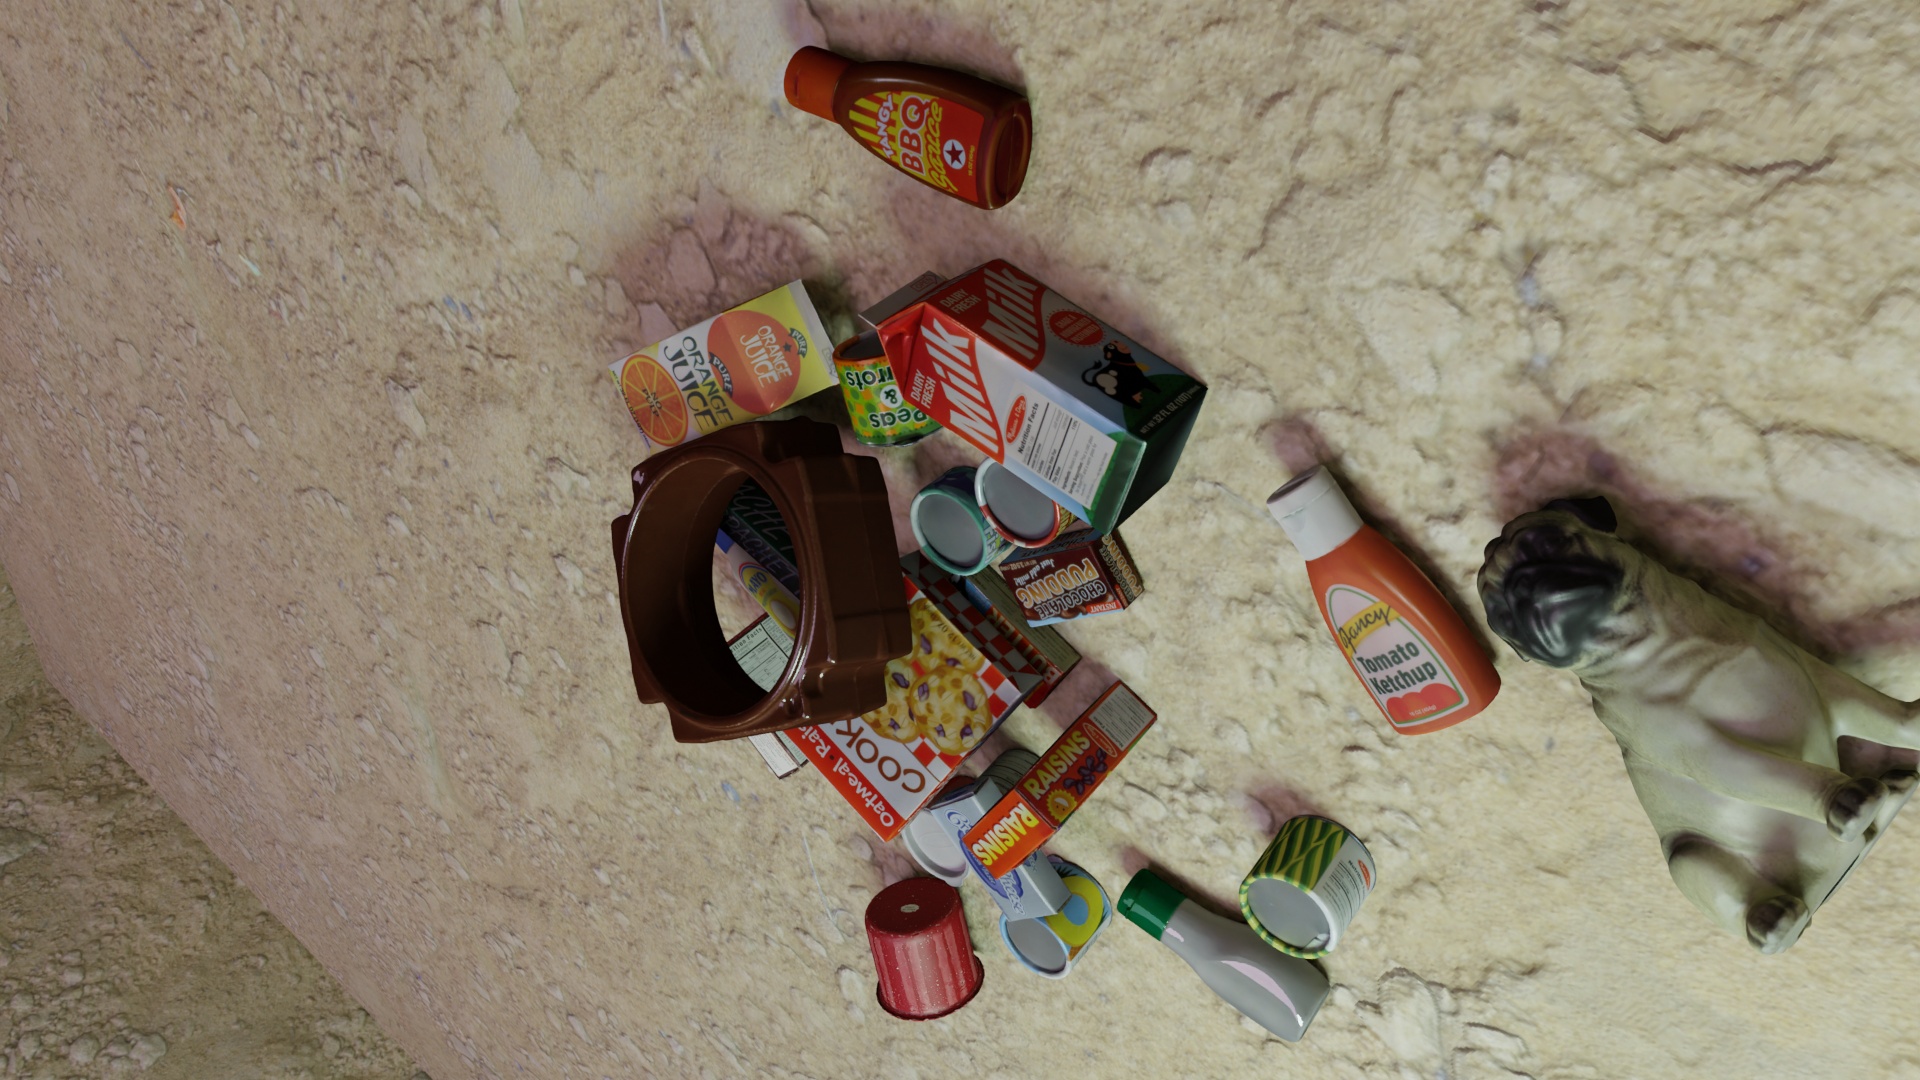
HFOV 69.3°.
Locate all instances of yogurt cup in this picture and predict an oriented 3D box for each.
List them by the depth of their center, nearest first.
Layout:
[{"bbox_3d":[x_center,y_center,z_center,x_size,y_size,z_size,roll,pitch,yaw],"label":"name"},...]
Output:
[{"bbox_3d":[-0.004,0.218,1.064,0.072,0.054,0.072,23,132,29],"label":"yogurt cup"}]

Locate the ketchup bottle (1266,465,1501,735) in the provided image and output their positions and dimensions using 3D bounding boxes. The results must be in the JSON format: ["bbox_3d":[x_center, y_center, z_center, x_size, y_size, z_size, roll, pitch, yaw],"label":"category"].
[{"bbox_3d":[0.218,0.030,0.732,0.148,0.044,0.064,55,140,-3],"label":"ketchup bottle"}]

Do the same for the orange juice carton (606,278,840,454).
[{"bbox_3d":[-0.150,-0.119,0.940,0.192,0.073,0.071,-11,107,46],"label":"orange juice carton"}]

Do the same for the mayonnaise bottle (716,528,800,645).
[{"bbox_3d":[-0.141,0.026,1.061,0.148,0.041,0.064,47,141,5],"label":"mayonnaise bottle"}]

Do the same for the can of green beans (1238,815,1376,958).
[{"bbox_3d":[0.214,0.214,0.857,0.071,0.058,0.071,24,132,29],"label":"can of green beans"}]

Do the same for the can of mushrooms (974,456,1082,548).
[{"bbox_3d":[0.045,-0.030,0.856,0.071,0.034,0.070,23,131,30],"label":"can of mushrooms"}]

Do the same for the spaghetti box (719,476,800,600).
[{"bbox_3d":[-0.112,0.015,1.019,0.250,0.050,0.028,41,136,13],"label":"spaghetti box"}]

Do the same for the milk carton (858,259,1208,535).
[{"bbox_3d":[0.035,-0.094,0.789,0.191,0.073,0.073,35,137,18],"label":"milk carton"}]

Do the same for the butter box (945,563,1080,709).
[{"bbox_3d":[0.029,0.062,0.944,0.103,0.024,0.052,45,138,8],"label":"butter box"}]

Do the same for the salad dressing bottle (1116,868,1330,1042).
[{"bbox_3d":[0.177,0.280,0.951,0.148,0.044,0.064,31,137,24],"label":"salad dressing bottle"}]

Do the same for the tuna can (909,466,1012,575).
[{"bbox_3d":[0.003,-0.011,0.908,0.071,0.033,0.070,24,132,29],"label":"tuna can"}]

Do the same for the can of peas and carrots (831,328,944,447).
[{"bbox_3d":[-0.041,-0.096,0.858,0.071,0.071,0.058,6,121,40],"label":"can of peas and carrots"}]

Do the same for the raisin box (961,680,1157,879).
[{"bbox_3d":[0.065,0.155,0.902,0.040,0.124,0.085,46,139,7],"label":"raisin box"}]

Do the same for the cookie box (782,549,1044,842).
[{"bbox_3d":[-0.040,0.108,0.950,0.123,0.040,0.166,45,119,12],"label":"cookie box"}]

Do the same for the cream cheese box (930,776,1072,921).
[{"bbox_3d":[0.027,0.216,0.965,0.053,0.024,0.103,-30,96,48],"label":"cream cheese box"}]

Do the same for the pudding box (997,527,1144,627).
[{"bbox_3d":[0.069,0.023,0.874,0.083,0.030,0.049,-13,110,47],"label":"pudding box"}]

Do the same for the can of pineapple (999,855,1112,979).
[{"bbox_3d":[0.070,0.283,1.040,0.071,0.058,0.070,24,132,29],"label":"can of pineapple"}]

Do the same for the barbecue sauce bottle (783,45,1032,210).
[{"bbox_3d":[-0.031,-0.236,0.769,0.149,0.044,0.064,29,135,25],"label":"barbecue sauce bottle"}]

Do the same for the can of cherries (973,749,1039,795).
[{"bbox_3d":[0.036,0.196,1.008,0.071,0.059,0.071,23,131,28],"label":"can of cherries"}]
